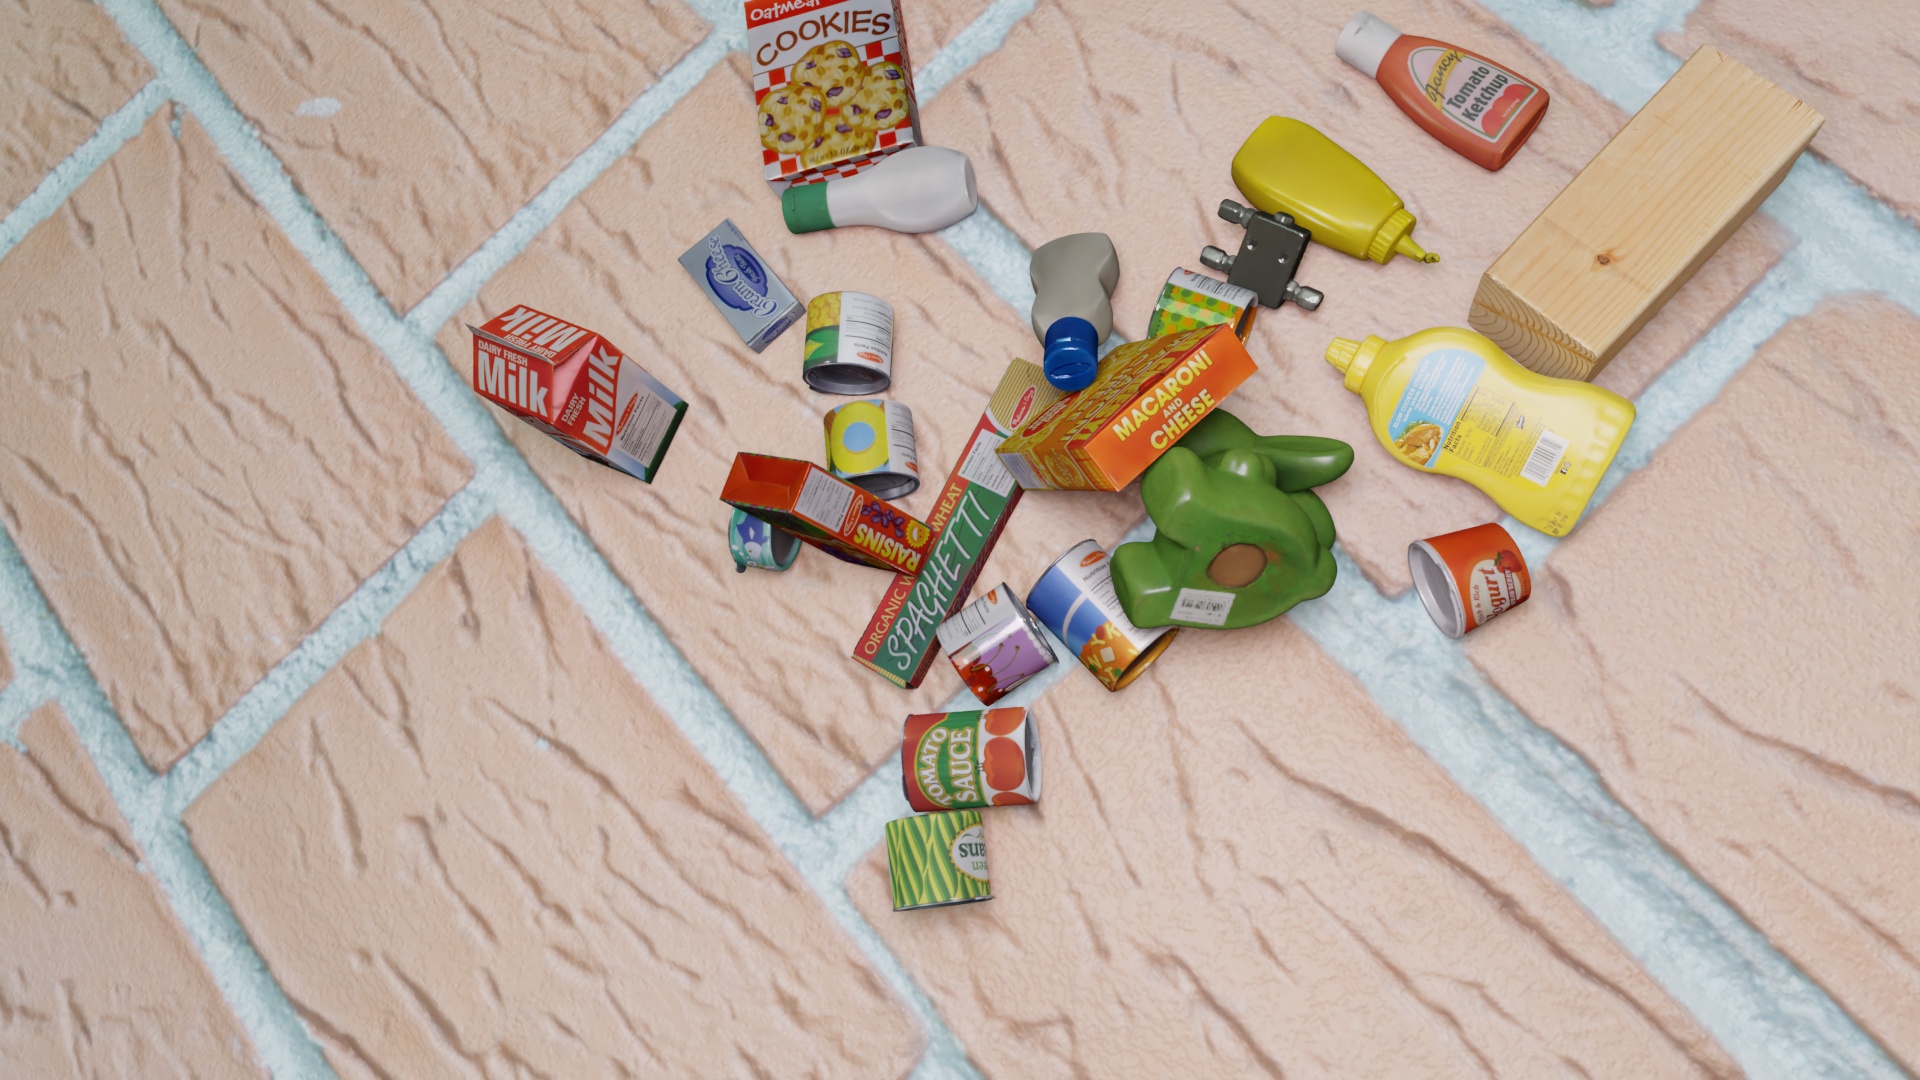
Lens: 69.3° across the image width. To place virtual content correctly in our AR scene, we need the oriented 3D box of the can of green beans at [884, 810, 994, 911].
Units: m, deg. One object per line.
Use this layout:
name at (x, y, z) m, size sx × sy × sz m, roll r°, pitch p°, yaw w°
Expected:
can of green beans at (-0.015, 0.213, 0.921) m, size 0.071 × 0.071 × 0.058 m, roll -10°, pitch 73°, yaw 11°

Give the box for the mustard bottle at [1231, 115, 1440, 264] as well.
mustard bottle at (0.268, -0.236, 0.978) m, size 0.160 × 0.048 × 0.065 m, roll 41°, pitch 88°, yaw 19°

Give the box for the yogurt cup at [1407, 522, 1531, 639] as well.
yogurt cup at (0.326, 0.023, 0.888) m, size 0.054 × 0.072 × 0.072 m, roll -21°, pitch 72°, yaw 0°

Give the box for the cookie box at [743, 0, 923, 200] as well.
cookie box at (-0.102, -0.368, 1.110) m, size 0.123 × 0.040 × 0.168 m, roll -12°, pitch 74°, yaw 11°

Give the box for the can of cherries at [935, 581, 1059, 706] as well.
can of cherries at (0.026, 0.073, 0.949) m, size 0.058 × 0.071 × 0.071 m, roll -35°, pitch 70°, yaw 4°

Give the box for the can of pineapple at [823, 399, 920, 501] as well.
can of pineapple at (-0.067, -0.064, 1.007) m, size 0.071 × 0.071 × 0.058 m, roll -10°, pitch 73°, yaw 12°

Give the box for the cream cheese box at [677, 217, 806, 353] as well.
cream cheese box at (-0.172, -0.201, 1.092) m, size 0.053 × 0.024 × 0.104 m, roll -40°, pitch 70°, yaw 2°

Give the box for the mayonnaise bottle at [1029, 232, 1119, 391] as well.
mayonnaise bottle at (0.079, -0.161, 0.972) m, size 0.065 × 0.041 × 0.149 m, roll -10°, pitch 40°, yaw 15°

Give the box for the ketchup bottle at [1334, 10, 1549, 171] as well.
ketchup bottle at (0.337, -0.325, 0.987) m, size 0.149 × 0.043 × 0.065 m, roll 40°, pitch 88°, yaw 20°

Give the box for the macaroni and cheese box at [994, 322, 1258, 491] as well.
macaroni and cheese box at (0.102, -0.084, 0.909) m, size 0.124 × 0.166 × 0.040 m, roll -41°, pitch 103°, yaw -12°

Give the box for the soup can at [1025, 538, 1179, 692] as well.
soup can at (0.095, 0.052, 0.938) m, size 0.071 × 0.071 × 0.084 m, roll -44°, pitch 71°, yaw 0°

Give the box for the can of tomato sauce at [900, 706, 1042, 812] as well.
can of tomato sauce at (0.008, 0.147, 0.931) m, size 0.083 × 0.071 × 0.071 m, roll -6°, pitch 75°, yaw 12°

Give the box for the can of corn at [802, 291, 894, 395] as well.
can of corn at (-0.085, -0.146, 1.035) m, size 0.071 × 0.071 × 0.058 m, roll -1°, pitch 75°, yaw 14°

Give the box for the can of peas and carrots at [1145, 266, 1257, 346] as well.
can of peas and carrots at (0.168, -0.149, 0.972) m, size 0.059 × 0.071 × 0.071 m, roll 22°, pitch 82°, yaw 18°

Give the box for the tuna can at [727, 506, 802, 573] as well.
tuna can at (-0.141, -0.009, 1.011) m, size 0.033 × 0.071 × 0.071 m, roll 8°, pitch 78°, yaw 16°

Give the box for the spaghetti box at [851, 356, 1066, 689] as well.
spaghetti box at (0.004, -0.012, 0.996) m, size 0.050 × 0.028 × 0.250 m, roll 26°, pitch 83°, yaw 19°

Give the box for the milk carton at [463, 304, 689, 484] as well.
milk carton at (-0.280, -0.110, 1.006) m, size 0.072 × 0.190 × 0.073 m, roll 22°, pitch 82°, yaw 18°

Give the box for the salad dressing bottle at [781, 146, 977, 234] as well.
salad dressing bottle at (-0.063, -0.265, 1.072) m, size 0.147 × 0.044 × 0.064 m, roll -5°, pitch 86°, yaw 14°

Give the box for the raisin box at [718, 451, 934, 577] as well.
raisin box at (-0.091, -0.018, 0.957) m, size 0.086 × 0.123 × 0.040 m, roll 9°, pitch 75°, yaw 47°
